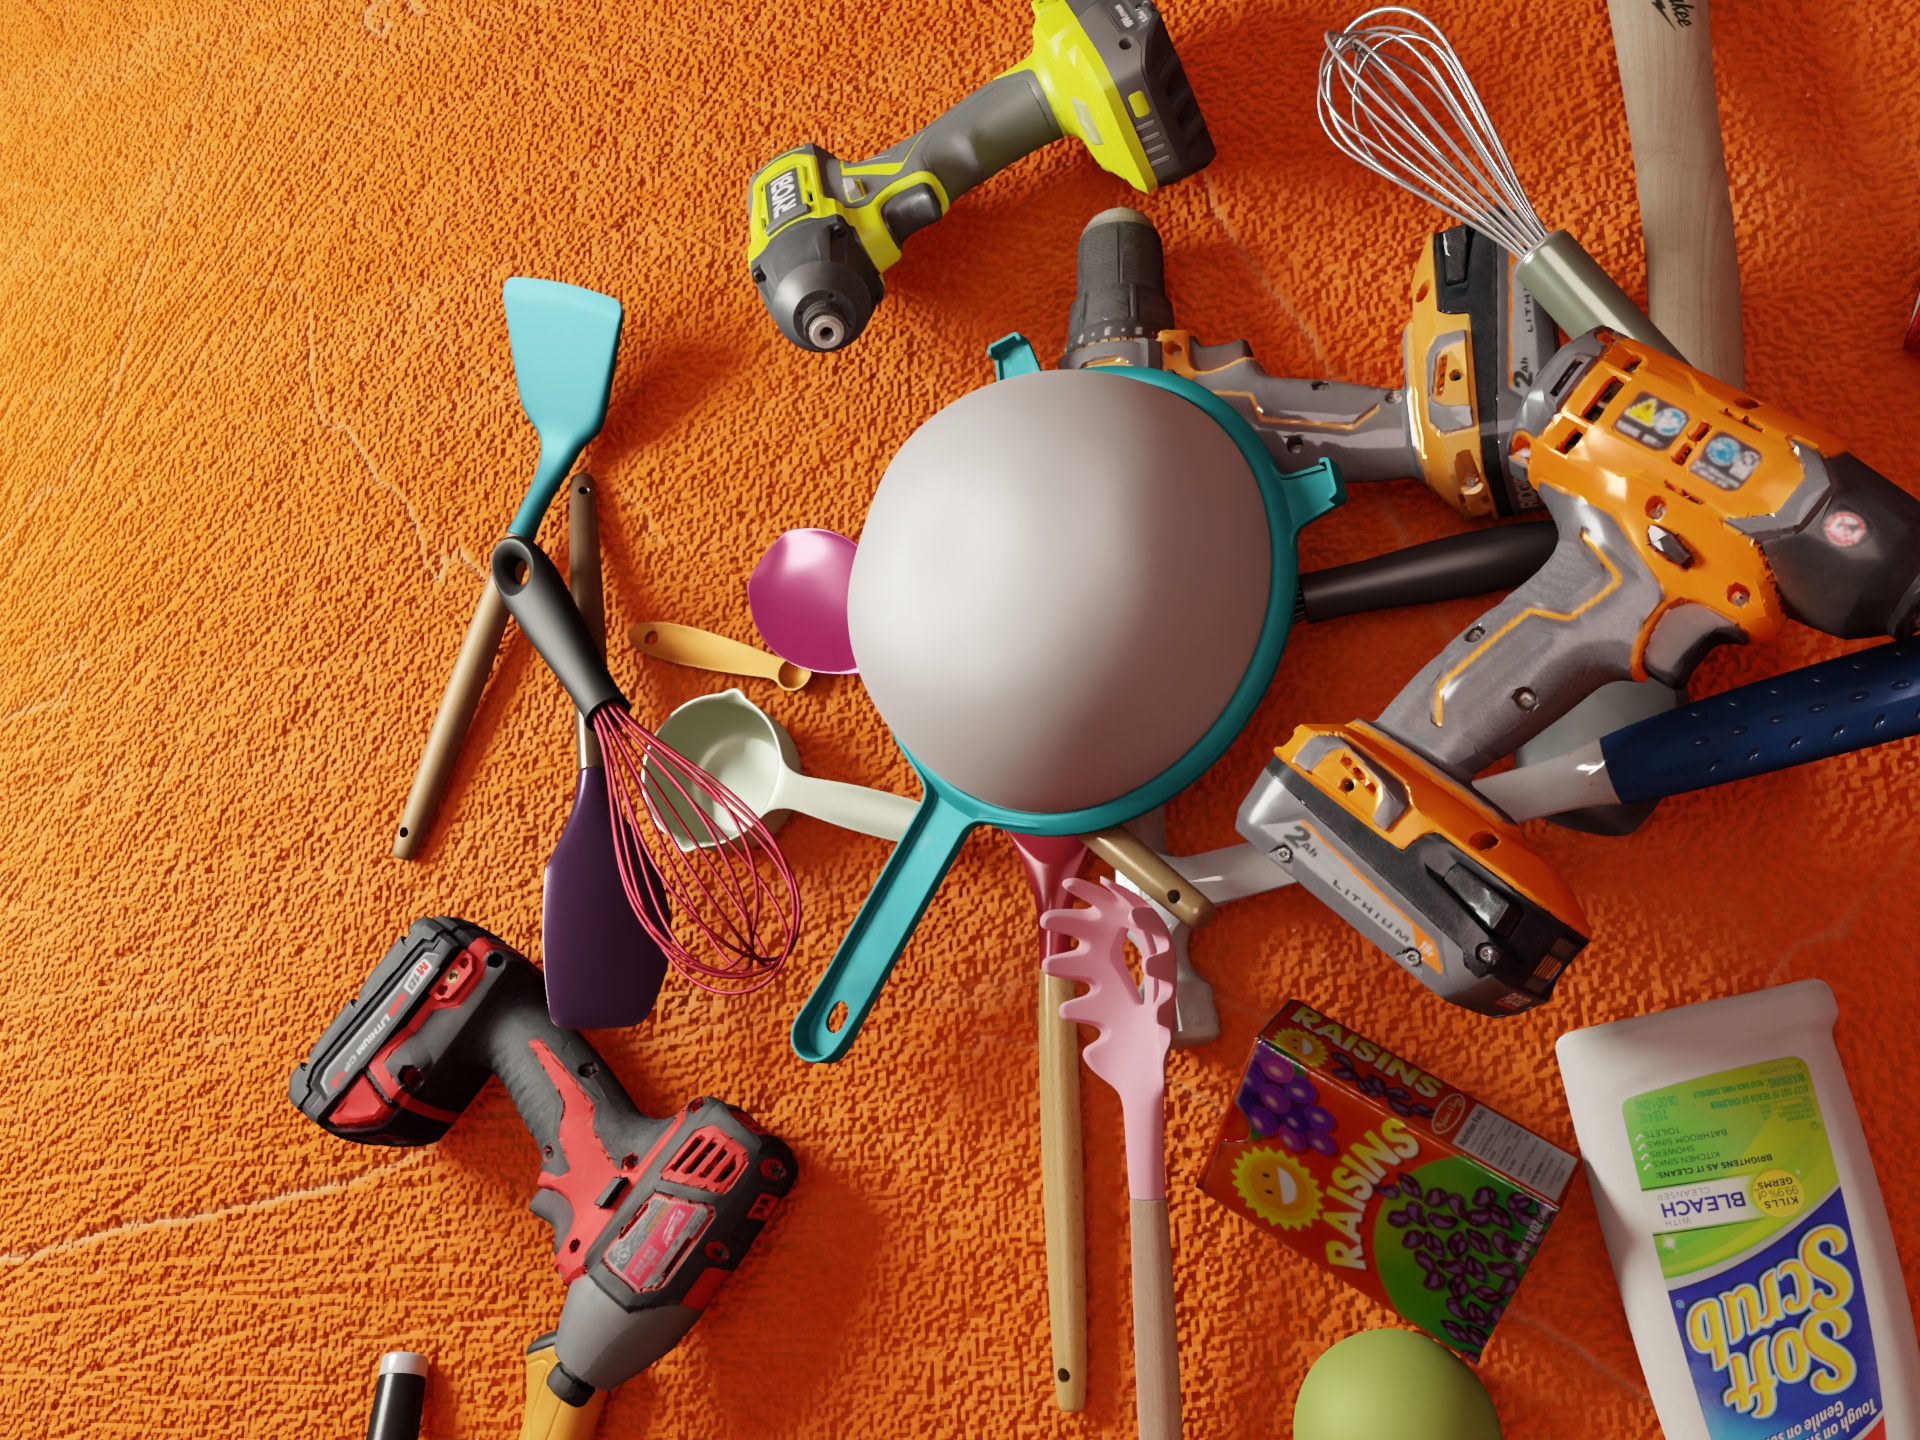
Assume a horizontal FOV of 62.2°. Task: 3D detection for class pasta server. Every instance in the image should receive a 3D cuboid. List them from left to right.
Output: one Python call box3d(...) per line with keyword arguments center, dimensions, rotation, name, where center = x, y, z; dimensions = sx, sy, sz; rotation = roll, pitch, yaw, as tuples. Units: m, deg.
box3d(center=(0.072, 0.221, 0.641), dimensions=(0.060, 0.040, 0.316), rotation=(-10, 80, 50), name="pasta server")

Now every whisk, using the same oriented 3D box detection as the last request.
box3d(center=(-0.158, 0.010, 0.755), dimensions=(0.073, 0.073, 0.296), rotation=(-41, 60, 6), name="whisk")
box3d(center=(0.154, -0.051, 0.705), dimensions=(0.239, 0.055, 0.055), rotation=(-12, 72, 12), name="whisk")
box3d(center=(0.223, -0.189, 0.625), dimensions=(0.057, 0.059, 0.246), rotation=(-46, 71, 34), name="whisk")

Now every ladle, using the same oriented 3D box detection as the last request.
box3d(center=(0.044, 0.136, 0.702), dimensions=(0.069, 0.031, 0.315), rotation=(-10, 74, 32), name="ladle")
box3d(center=(0.152, 0.393, 0.591), dimensions=(0.078, 0.062, 0.320), rotation=(4, 84, 20), name="ladle")

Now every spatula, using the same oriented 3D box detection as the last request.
box3d(center=(-0.253, -0.078, 0.852), dimensions=(0.082, 0.044, 0.317), rotation=(17, 87, 23), name="spatula")
box3d(center=(-0.183, 0.004, 0.801), dimensions=(0.059, 0.018, 0.316), rotation=(0, 60, -19), name="spatula")

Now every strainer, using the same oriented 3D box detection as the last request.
box3d(center=(-0.005, -0.007, 0.666), dimensions=(0.211, 0.095, 0.340), rotation=(32, 95, 35), name="strainer")

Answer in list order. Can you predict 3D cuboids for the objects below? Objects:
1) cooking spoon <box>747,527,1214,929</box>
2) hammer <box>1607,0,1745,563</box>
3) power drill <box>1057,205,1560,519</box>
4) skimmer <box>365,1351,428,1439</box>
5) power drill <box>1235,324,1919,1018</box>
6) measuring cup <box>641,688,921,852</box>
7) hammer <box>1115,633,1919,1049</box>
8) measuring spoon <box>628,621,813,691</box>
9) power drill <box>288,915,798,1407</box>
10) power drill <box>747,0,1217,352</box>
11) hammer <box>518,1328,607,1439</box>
box3d(center=(-0.001, -0.002, 0.735), dimensions=(0.319, 0.017, 0.069), rotation=(40, 94, 36), name="cooking spoon")
box3d(center=(0.314, -0.228, 0.670), dimensions=(0.146, 0.038, 0.411), rotation=(-2, 68, 19), name="hammer")
box3d(center=(0.149, -0.163, 0.719), dimensions=(0.226, 0.084, 0.185), rotation=(-6, 72, 23), name="power drill")
box3d(center=(-0.301, 0.456, 0.667), dimensions=(0.090, 0.127, 0.364), rotation=(9, 56, -11), name="skimmer")
box3d(center=(0.221, -0.009, 0.551), dimensions=(0.164, 0.084, 0.226), rotation=(41, 100, 35), name="power drill")
box3d(center=(-0.074, 0.037, 0.768), dimensions=(0.168, 0.038, 0.083), rotation=(13, 81, 21), name="measuring cup")
box3d(center=(0.235, 0.016, 0.606), dimensions=(0.405, 0.035, 0.144), rotation=(-20, 67, 31), name="hammer")
box3d(center=(-0.124, -0.033, 0.821), dimensions=(0.117, 0.011, 0.021), rotation=(14, 75, 27), name="measuring spoon")
box3d(center=(-0.197, 0.201, 0.740), dimensions=(0.220, 0.078, 0.143), rotation=(31, 78, 21), name="power drill")
box3d(center=(0.001, -0.264, 0.772), dimensions=(0.223, 0.080, 0.171), rotation=(-26, 38, 11), name="power drill")
box3d(center=(-0.224, 0.442, 0.714), dimensions=(0.127, 0.034, 0.337), rotation=(17, 82, 24), name="hammer")
